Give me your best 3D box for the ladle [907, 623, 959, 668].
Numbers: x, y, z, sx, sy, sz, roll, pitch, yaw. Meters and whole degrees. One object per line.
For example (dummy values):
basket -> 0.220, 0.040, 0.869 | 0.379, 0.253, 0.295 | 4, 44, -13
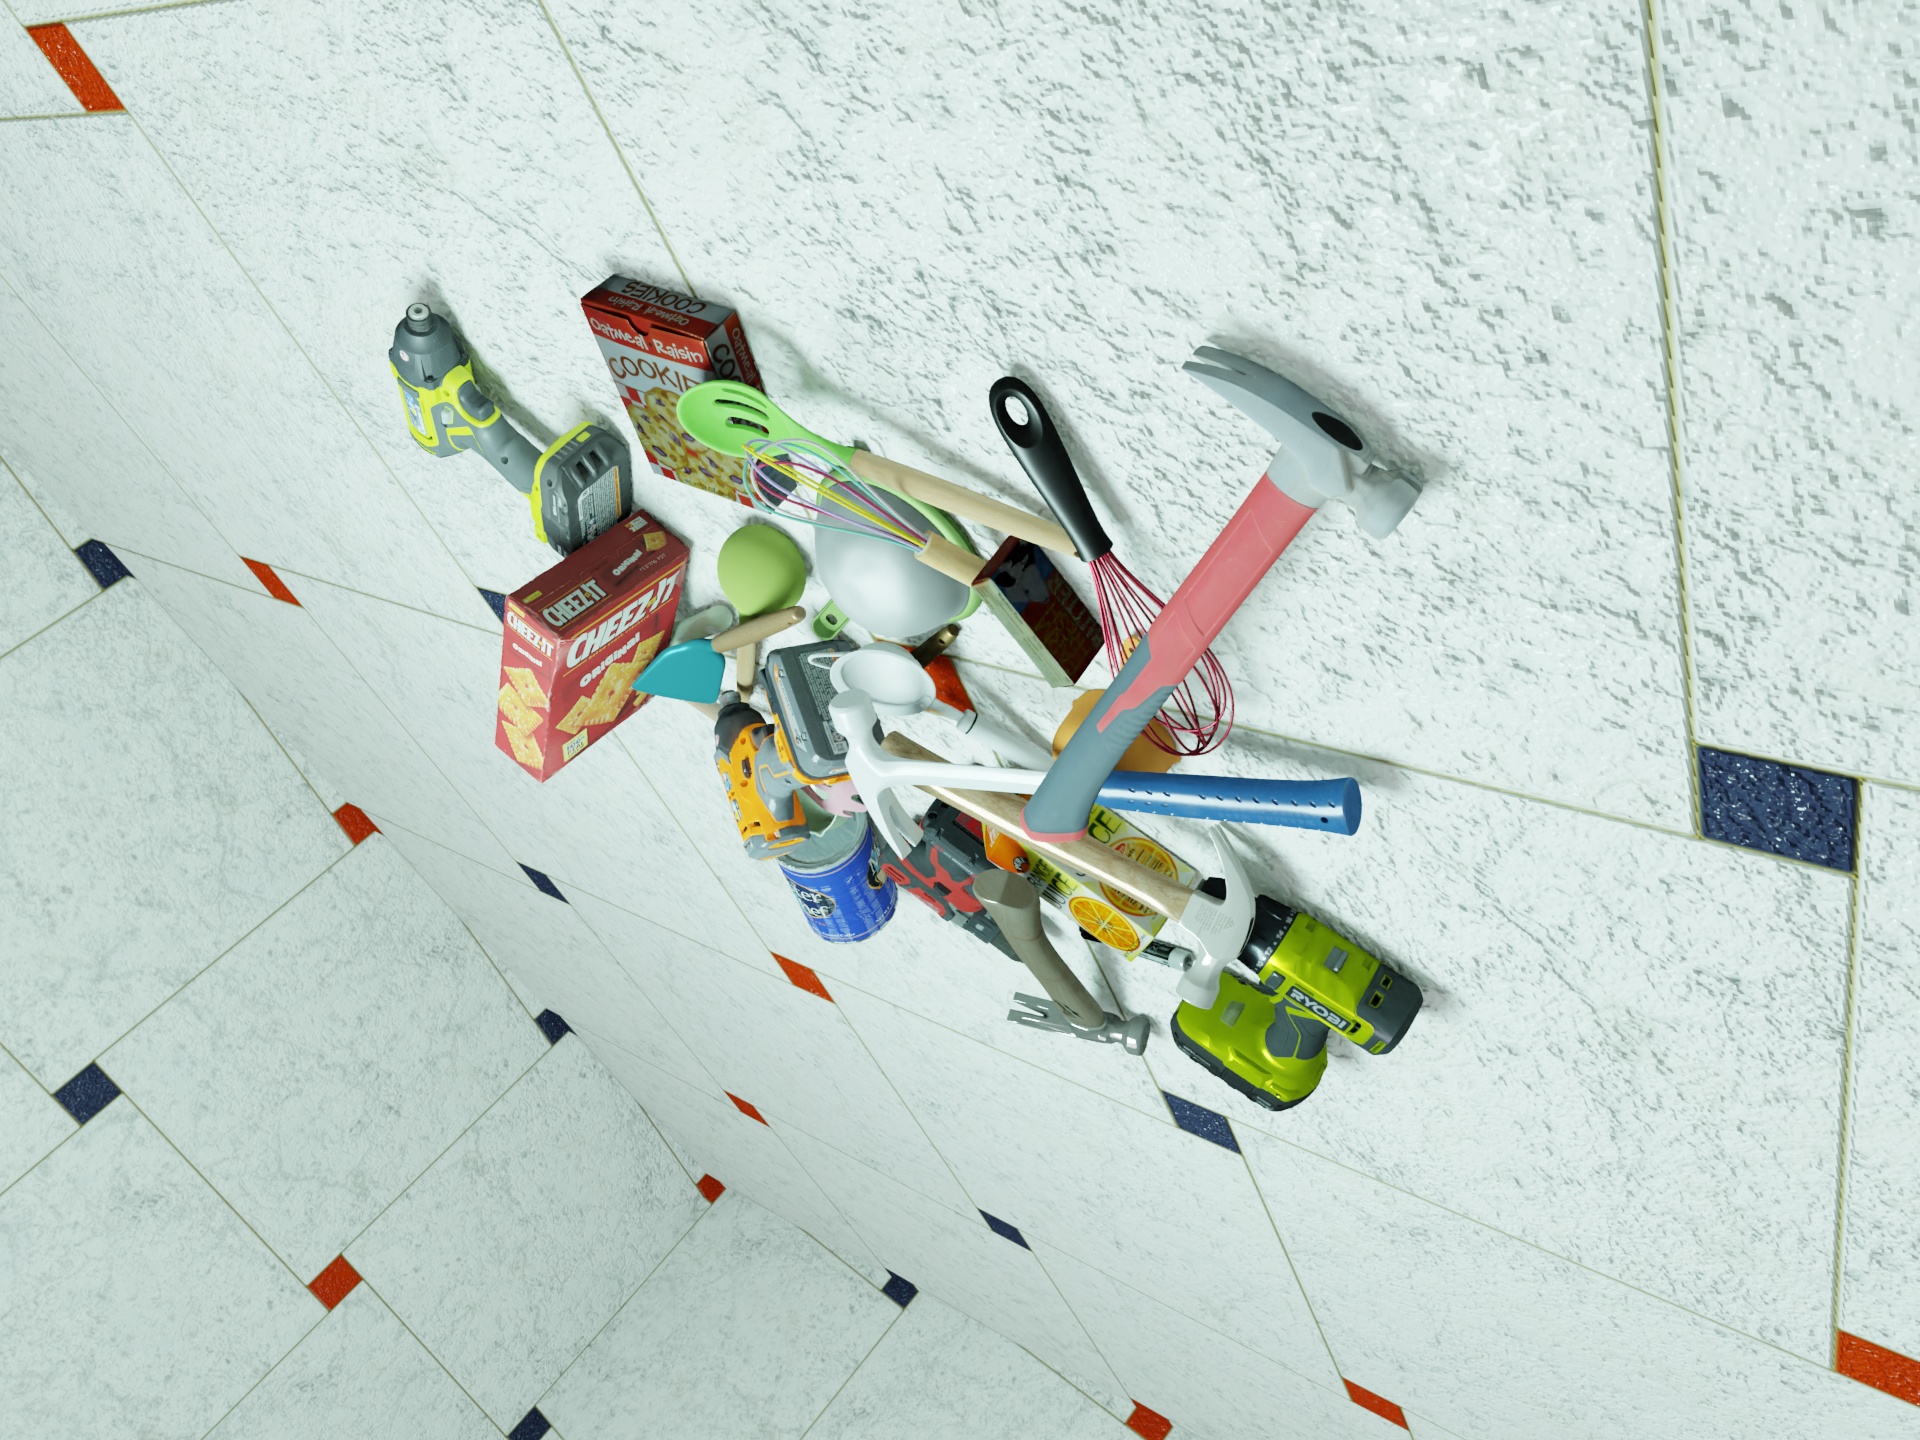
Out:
ladle -> -0.067, -0.025, 1.372 | 0.069, 0.031, 0.315 | 42, 151, -6

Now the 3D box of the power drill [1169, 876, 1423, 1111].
power drill -> 0.254, 0.225, 1.313 | 0.190, 0.080, 0.228 | 33, 150, 10

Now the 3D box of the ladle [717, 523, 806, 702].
ladle -> -0.183, -0.082, 1.422 | 0.078, 0.062, 0.320 | 35, 160, 4

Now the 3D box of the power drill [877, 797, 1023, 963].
power drill -> 0.024, 0.146, 1.474 | 0.188, 0.080, 0.226 | 38, 156, 1

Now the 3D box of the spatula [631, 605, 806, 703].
spatula -> -0.195, -0.057, 1.347 | 0.082, 0.044, 0.317 | 12, 169, -26

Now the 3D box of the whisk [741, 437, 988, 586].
whisk -> -0.043, -0.127, 1.080 | 0.244, 0.051, 0.047 | 26, 161, -27

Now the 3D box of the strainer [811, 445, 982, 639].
strainer -> -0.082, -0.096, 1.226 | 0.151, 0.069, 0.256 | 41, 152, -7

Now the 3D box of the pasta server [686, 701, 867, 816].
pasta server -> -0.207, 0.010, 1.569 | 0.316, 0.060, 0.040 | 30, -162, 35

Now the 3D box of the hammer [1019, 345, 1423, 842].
hammer -> 0.114, -0.050, 0.976 | 0.143, 0.038, 0.386 | 37, 136, 4

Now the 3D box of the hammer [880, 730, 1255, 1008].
hammer -> 0.079, 0.092, 1.259 | 0.331, 0.130, 0.031 | 27, -170, 17

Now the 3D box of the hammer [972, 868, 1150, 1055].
hammer -> 0.069, 0.221, 1.449 | 0.146, 0.038, 0.410 | 10, 156, 21

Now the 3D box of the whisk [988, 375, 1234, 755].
whisk -> 0.096, -0.092, 1.025 | 0.073, 0.073, 0.295 | -1, 128, 52

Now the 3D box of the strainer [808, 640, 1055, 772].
strainer -> -0.002, -0.004, 1.279 | 0.258, 0.050, 0.087 | 30, 144, -12

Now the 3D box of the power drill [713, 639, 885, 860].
power drill -> -0.159, 0.014, 1.422 | 0.226, 0.084, 0.164 | -44, 62, 54

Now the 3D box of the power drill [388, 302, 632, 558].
power drill -> -0.394, -0.250, 1.369 | 0.223, 0.080, 0.171 | 37, 154, 10

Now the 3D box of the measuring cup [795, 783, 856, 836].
measuring cup -> -0.102, 0.060, 1.535 | 0.167, 0.038, 0.083 | -17, 87, 37

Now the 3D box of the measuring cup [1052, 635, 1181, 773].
measuring cup -> 0.111, 0.003, 1.162 | 0.095, 0.052, 0.173 | 29, 154, 18

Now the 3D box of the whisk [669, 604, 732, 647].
whisk -> -0.285, -0.079, 1.540 | 0.057, 0.059, 0.246 | 11, 166, -35

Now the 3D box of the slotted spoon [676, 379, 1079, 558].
slotted spoon -> -0.049, -0.167, 1.084 | 0.314, 0.031, 0.070 | 22, 146, 11

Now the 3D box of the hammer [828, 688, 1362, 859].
hammer -> 0.089, 0.052, 1.160 | 0.406, 0.035, 0.144 | 4, 125, 32
